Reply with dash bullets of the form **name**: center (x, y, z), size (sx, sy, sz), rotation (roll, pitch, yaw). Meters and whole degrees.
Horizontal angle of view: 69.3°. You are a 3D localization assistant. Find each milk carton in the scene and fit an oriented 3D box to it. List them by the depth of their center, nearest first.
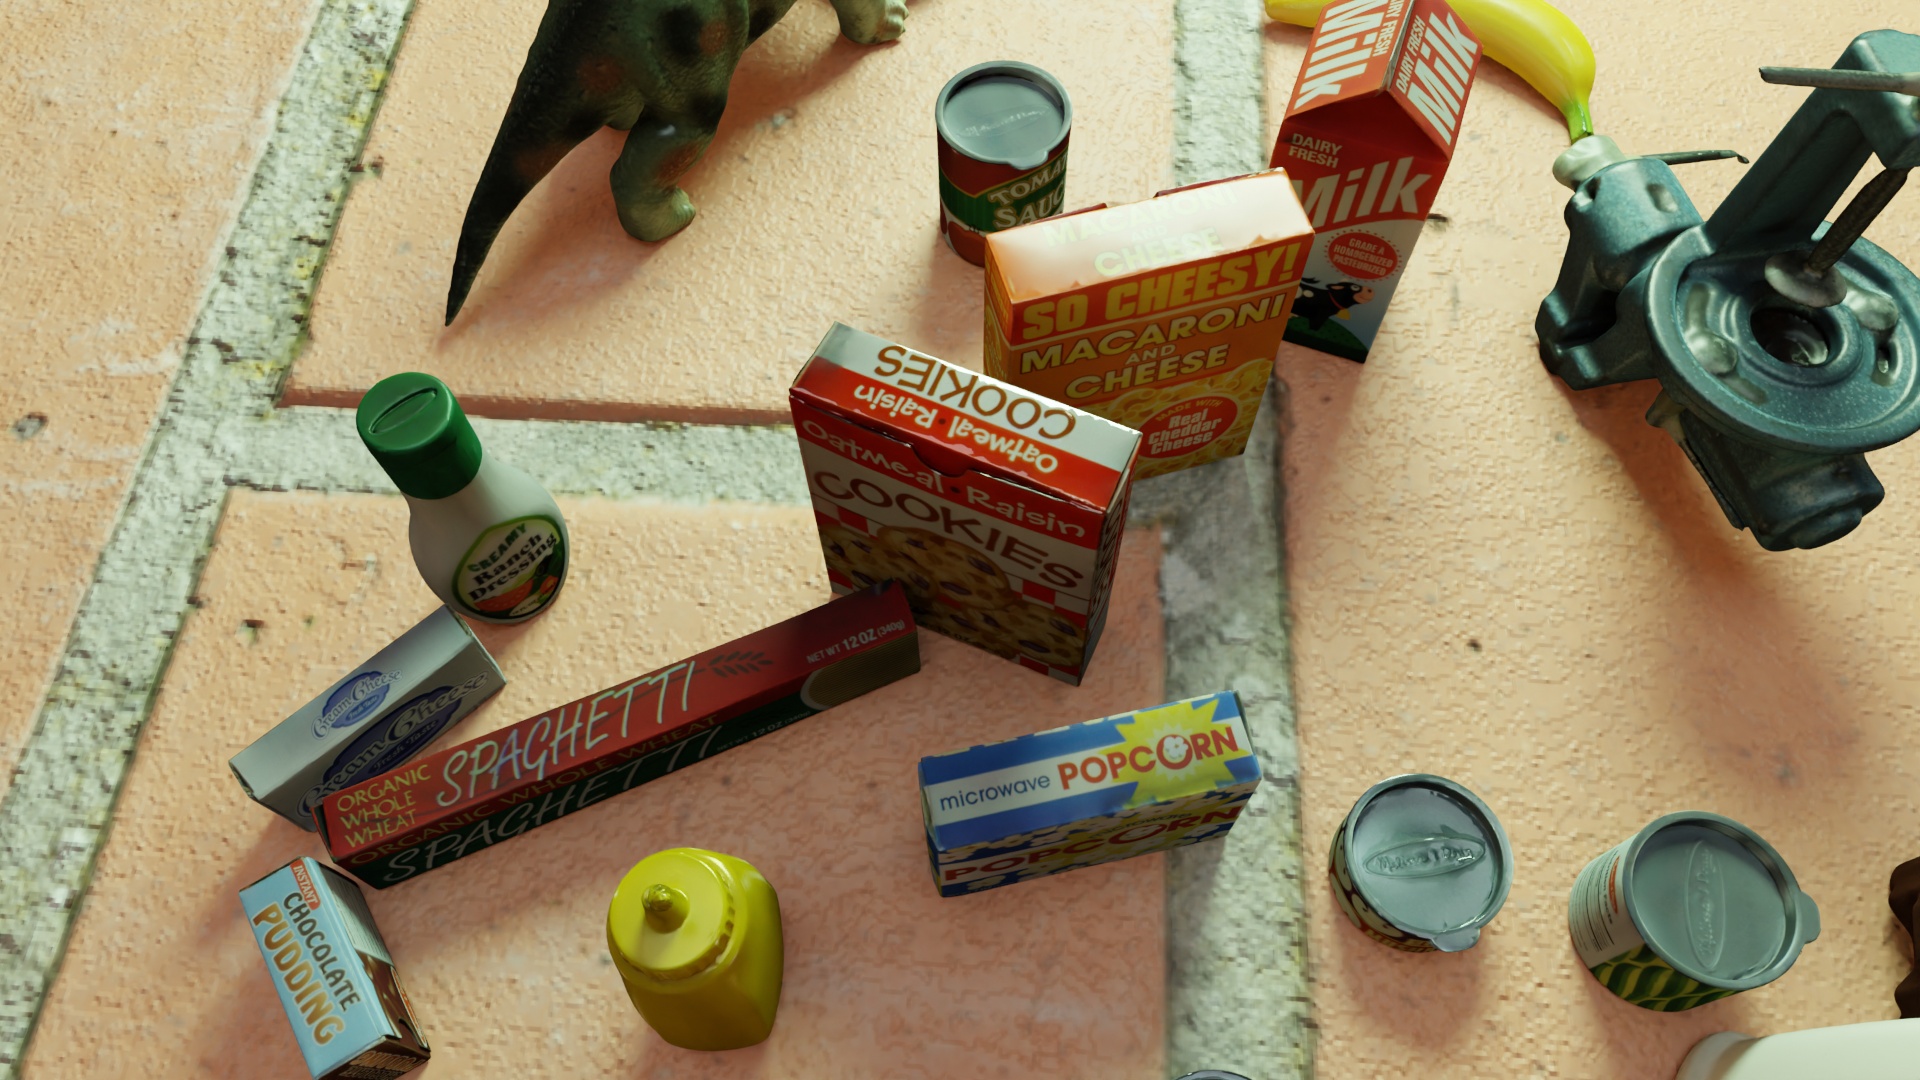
- **milk carton**: center (0.179, -0.169, 0.630), size (0.073, 0.189, 0.072), rotation (18, 65, 10)

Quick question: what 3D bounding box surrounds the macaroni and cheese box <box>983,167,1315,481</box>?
- **macaroni and cheese box**: center (0.072, -0.080, 0.598), size (0.124, 0.165, 0.040), rotation (-14, 64, -7)

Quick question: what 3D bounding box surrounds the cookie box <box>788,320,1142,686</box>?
- **cookie box**: center (0.002, -0.007, 0.560), size (0.123, 0.166, 0.040), rotation (21, 65, 11)

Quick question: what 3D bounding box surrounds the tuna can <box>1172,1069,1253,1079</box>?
- **tuna can**: center (0.095, 0.233, 0.510), size (0.071, 0.032, 0.071), rotation (0, 63, 0)

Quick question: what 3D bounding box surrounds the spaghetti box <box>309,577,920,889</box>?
- **spaghetti box**: center (-0.136, 0.080, 0.582), size (0.250, 0.050, 0.029), rotation (-21, 65, -10)

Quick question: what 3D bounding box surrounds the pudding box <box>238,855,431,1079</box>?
- **pudding box**: center (-0.241, 0.168, 0.537), size (0.030, 0.049, 0.084), rotation (-31, 66, -14)

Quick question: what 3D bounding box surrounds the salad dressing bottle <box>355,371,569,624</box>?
- **salad dressing bottle**: center (-0.206, -0.015, 0.577), size (0.064, 0.147, 0.044), rotation (-39, 69, -17)

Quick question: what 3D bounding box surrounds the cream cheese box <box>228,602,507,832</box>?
- **cream cheese box**: center (-0.245, 0.075, 0.584), size (0.104, 0.053, 0.024), rotation (-39, 69, -18)

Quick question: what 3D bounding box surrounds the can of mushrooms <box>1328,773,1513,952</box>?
- **can of mushrooms**: center (0.185, 0.133, 0.561), size (0.071, 0.033, 0.071), rotation (0, 63, 0)

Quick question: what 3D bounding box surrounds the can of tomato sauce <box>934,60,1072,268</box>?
- **can of tomato sauce**: center (0.022, -0.186, 0.701), size (0.071, 0.082, 0.071), rotation (0, 63, 1)

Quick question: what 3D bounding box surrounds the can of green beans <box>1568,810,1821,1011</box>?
- **can of green beans**: center (0.280, 0.145, 0.540), size (0.071, 0.057, 0.071), rotation (0, 63, 1)

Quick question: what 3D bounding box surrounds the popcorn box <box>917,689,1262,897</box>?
- **popcorn box**: center (0.048, 0.102, 0.549), size (0.127, 0.085, 0.038), rotation (-12, 63, -5)

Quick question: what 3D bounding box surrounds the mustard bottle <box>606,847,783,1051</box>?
- **mustard bottle**: center (-0.093, 0.139, 0.489), size (0.049, 0.159, 0.065), rotation (-1, 63, 0)
